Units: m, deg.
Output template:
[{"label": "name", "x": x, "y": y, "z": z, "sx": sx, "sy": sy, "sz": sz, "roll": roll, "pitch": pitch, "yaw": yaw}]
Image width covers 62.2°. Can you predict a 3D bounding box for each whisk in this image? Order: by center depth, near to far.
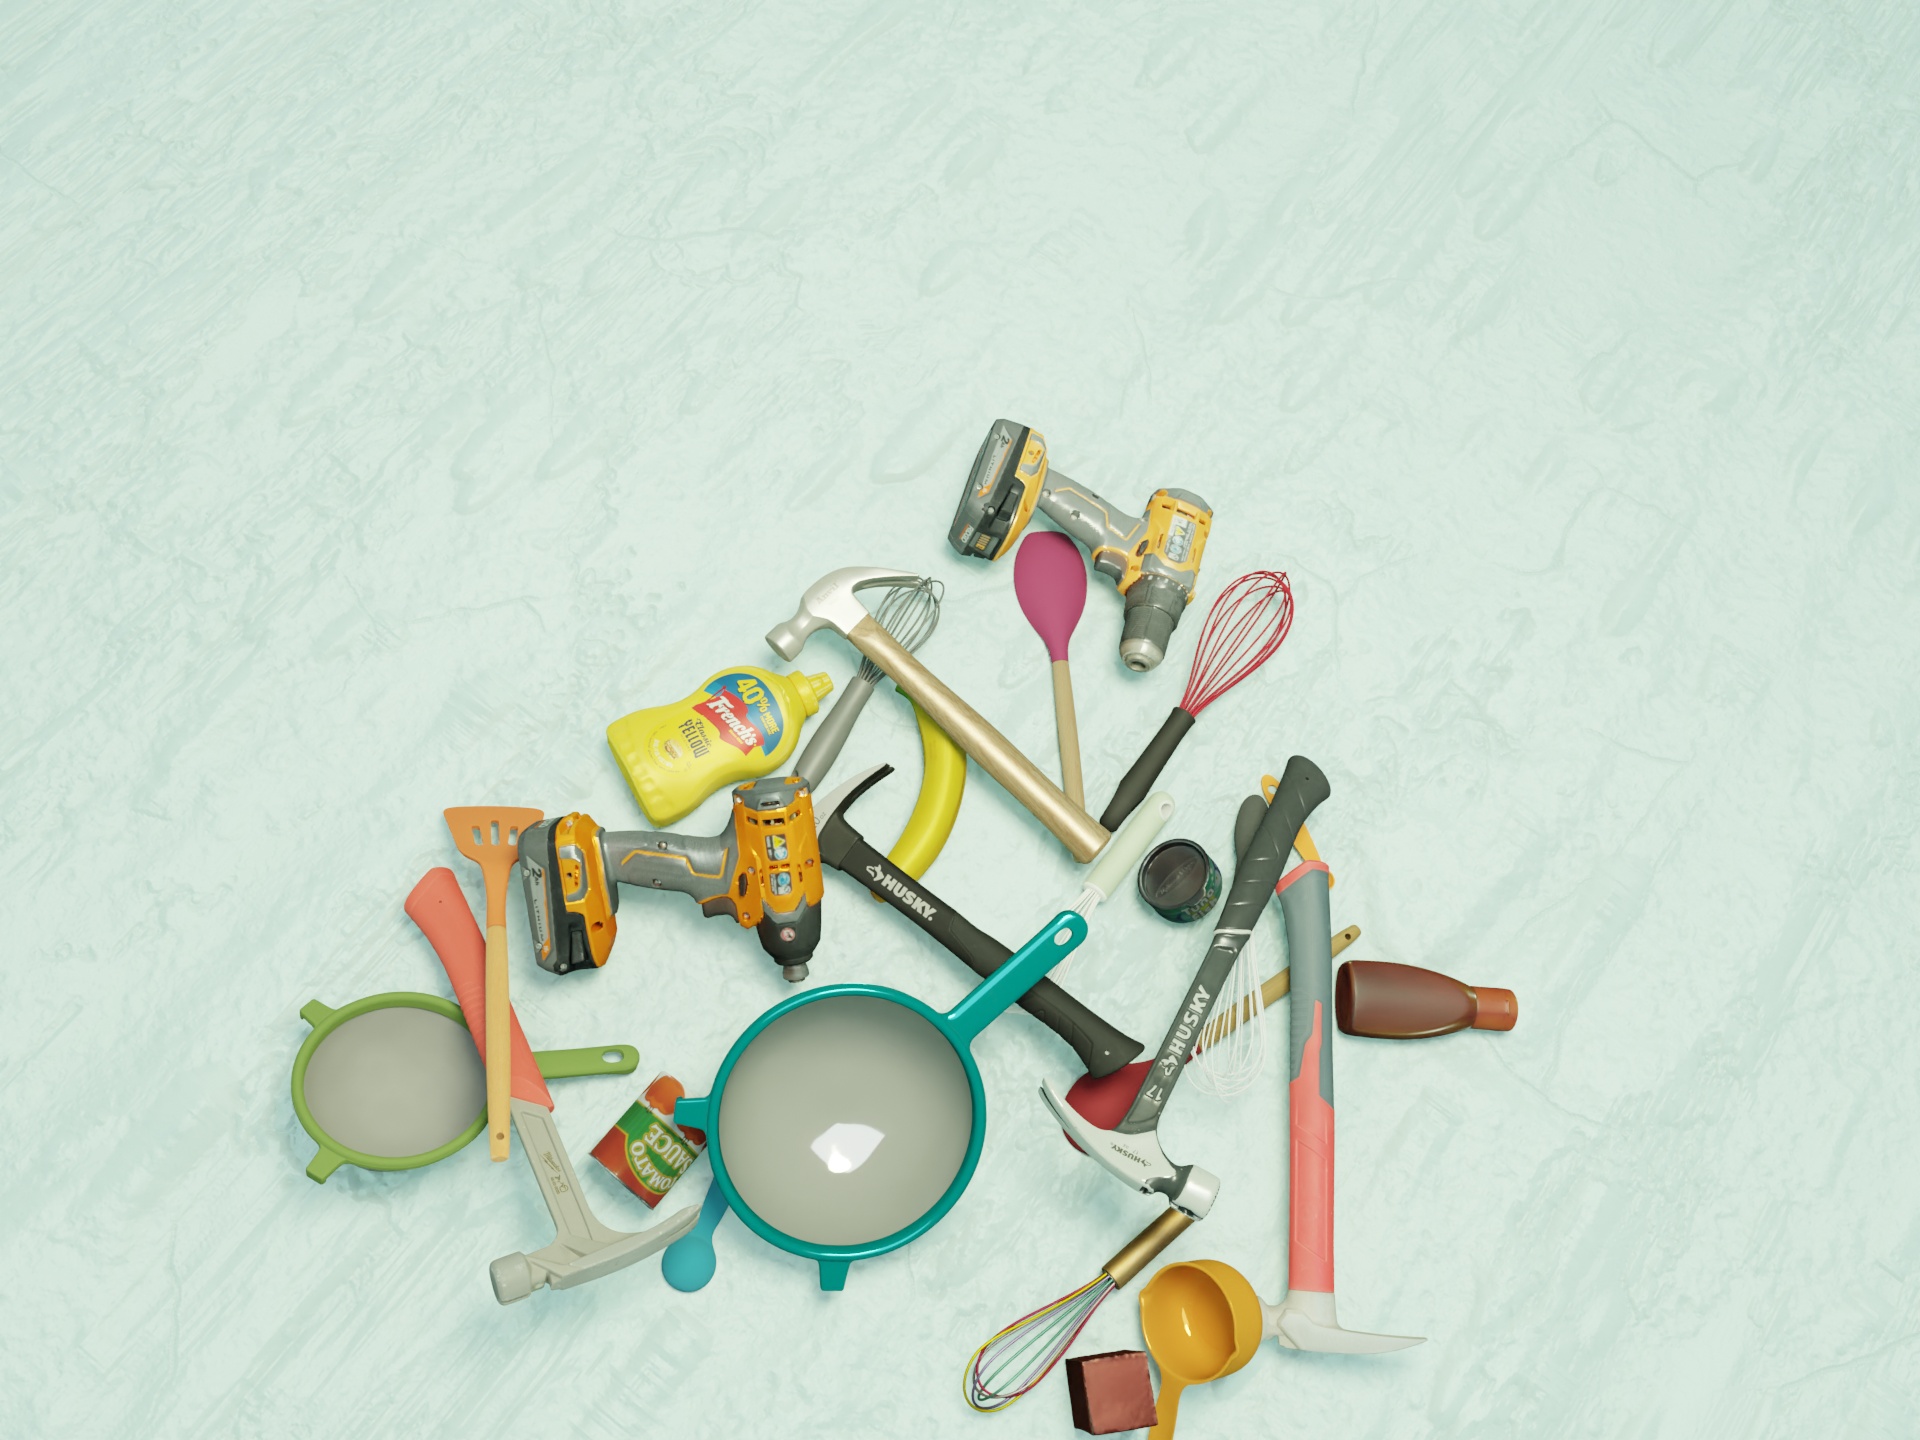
[{"label": "whisk", "x": 0.099, "y": 0.447, "z": 1.238, "sx": 0.245, "sy": 0.051, "sz": 0.047, "roll": -35, "pitch": 72, "yaw": -21}, {"label": "whisk", "x": 0.233, "y": 0.182, "z": 1.329, "sx": 0.070, "sy": 0.070, "sz": 0.285, "roll": 15, "pitch": 57, "yaw": -2}, {"label": "whisk", "x": 0.109, "y": 0.151, "z": 1.347, "sx": 0.246, "sy": 0.059, "sz": 0.057, "roll": -49, "pitch": 119, "yaw": -24}, {"label": "whisk", "x": -0.083, "y": -0.030, "z": 1.385, "sx": 0.055, "sy": 0.055, "sz": 0.239, "roll": 30, "pitch": 74, "yaw": 4}, {"label": "whisk", "x": 0.209, "y": -0.020, "z": 1.414, "sx": 0.073, "sy": 0.073, "sz": 0.296, "roll": 35, "pitch": 75, "yaw": 6}]

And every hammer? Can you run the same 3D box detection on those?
[{"label": "hammer", "x": -0.331, "y": 0.253, "z": 1.198, "sx": 0.149, "sy": 0.036, "sz": 0.359, "roll": -14, "pitch": 53, "yaw": -29}, {"label": "hammer", "x": 0.203, "y": 0.184, "z": 1.265, "sx": 0.149, "sy": 0.036, "sz": 0.409, "roll": 27, "pitch": 57, "yaw": 9}, {"label": "hammer", "x": 0.006, "y": 0.172, "z": 1.284, "sx": 0.335, "sy": 0.035, "sz": 0.146, "roll": 35, "pitch": 88, "yaw": 14}, {"label": "hammer", "x": 0.300, "y": 0.304, "z": 1.286, "sx": 0.143, "sy": 0.038, "sz": 0.386, "roll": 0, "pitch": 71, "yaw": 14}, {"label": "hammer", "x": -0.002, "y": -0.004, "z": 1.346, "sx": 0.331, "sy": 0.031, "sz": 0.130, "roll": 43, "pitch": 76, "yaw": 4}]

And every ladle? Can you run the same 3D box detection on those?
[{"label": "ladle", "x": 0.217, "y": 0.259, "z": 1.330, "sx": 0.315, "sy": 0.031, "sz": 0.069, "roll": -31, "pitch": 78, "yaw": -18}]

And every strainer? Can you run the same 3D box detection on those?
[{"label": "strainer", "x": -0.380, "y": 0.285, "z": 1.228, "sx": 0.256, "sy": 0.069, "sz": 0.152, "roll": 0, "pitch": 47, "yaw": -26}, {"label": "strainer", "x": -0.043, "y": 0.258, "z": 1.236, "sx": 0.340, "sy": 0.095, "sz": 0.211, "roll": -40, "pitch": 99, "yaw": -7}]

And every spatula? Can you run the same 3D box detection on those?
[{"label": "spatula", "x": -0.354, "y": 0.186, "z": 1.215, "sx": 0.081, "sy": 0.041, "sz": 0.323, "roll": 2, "pitch": 51, "yaw": -19}]

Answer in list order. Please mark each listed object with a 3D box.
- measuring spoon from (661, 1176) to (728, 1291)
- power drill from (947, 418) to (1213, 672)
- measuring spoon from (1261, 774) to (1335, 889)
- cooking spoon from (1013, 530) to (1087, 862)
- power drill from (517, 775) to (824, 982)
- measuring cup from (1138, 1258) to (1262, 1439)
[{"label": "measuring spoon", "x": -0.192, "y": 0.379, "z": 1.233, "sx": 0.042, "sy": 0.021, "sz": 0.129, "roll": 23, "pitch": 70, "yaw": 1}, {"label": "power drill", "x": 0.107, "y": -0.154, "z": 1.423, "sx": 0.226, "sy": 0.084, "sz": 0.185, "roll": 22, "pitch": 61, "yaw": -7}, {"label": "measuring spoon", "x": 0.297, "y": 0.099, "z": 1.408, "sx": 0.021, "sy": 0.011, "sz": 0.117, "roll": -22, "pitch": 71, "yaw": -14}, {"label": "cooking spoon", "x": 0.092, "y": -0.028, "z": 1.420, "sx": 0.068, "sy": 0.017, "sz": 0.319, "roll": -2, "pitch": 70, "yaw": -8}, {"label": "power drill", "x": -0.221, "y": 0.139, "z": 1.259, "sx": 0.226, "sy": 0.084, "sz": 0.164, "roll": -8, "pitch": 97, "yaw": -1}, {"label": "measuring cup", "x": 0.179, "y": 0.500, "z": 1.223, "sx": 0.052, "sy": 0.095, "sz": 0.173, "roll": 9, "pitch": 95, "yaw": -46}]
